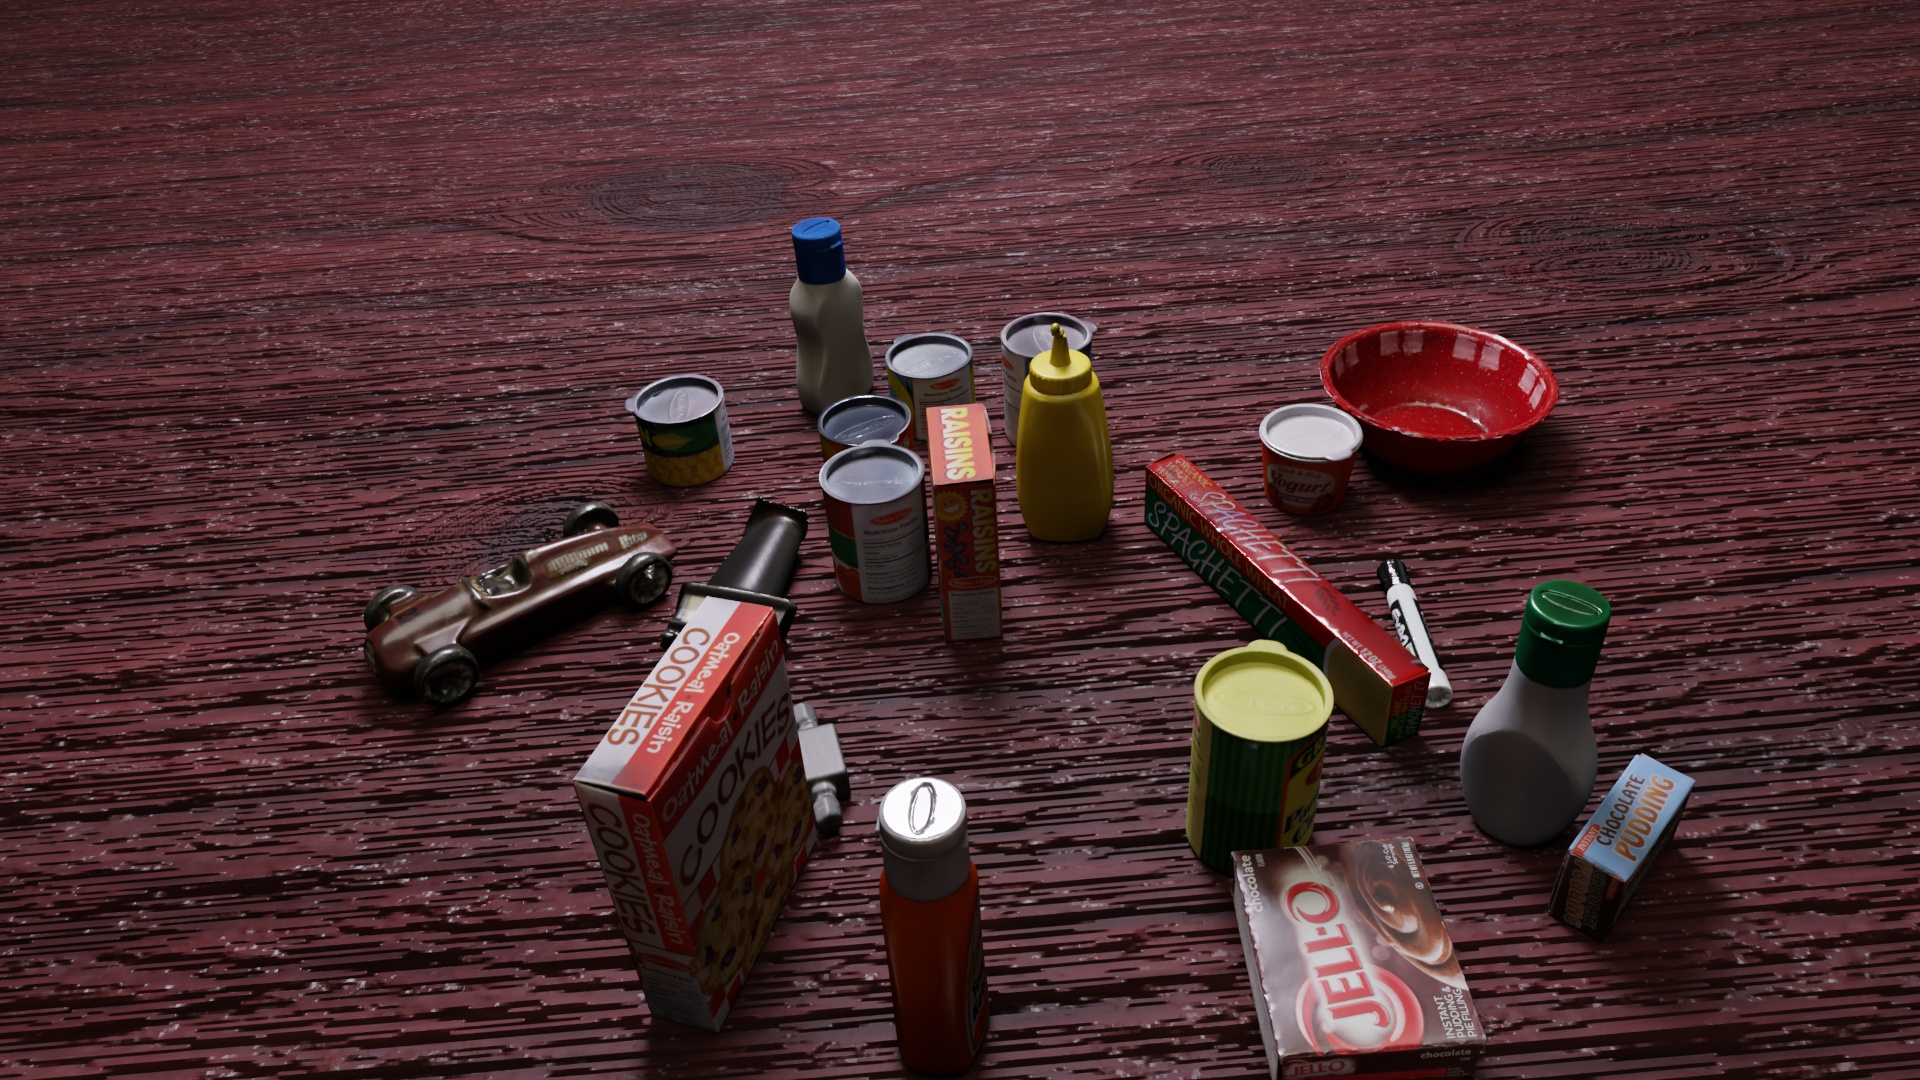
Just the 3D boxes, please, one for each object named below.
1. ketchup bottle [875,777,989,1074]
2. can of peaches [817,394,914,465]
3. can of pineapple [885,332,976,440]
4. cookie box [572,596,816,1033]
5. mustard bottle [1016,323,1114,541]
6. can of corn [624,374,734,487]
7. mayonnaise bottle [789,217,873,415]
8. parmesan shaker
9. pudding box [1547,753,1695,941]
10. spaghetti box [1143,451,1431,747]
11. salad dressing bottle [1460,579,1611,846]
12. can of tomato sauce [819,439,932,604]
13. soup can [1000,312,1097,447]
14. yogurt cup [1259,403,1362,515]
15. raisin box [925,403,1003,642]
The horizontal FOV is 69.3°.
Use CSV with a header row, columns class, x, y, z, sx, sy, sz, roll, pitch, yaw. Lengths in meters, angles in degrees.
class,x,y,z,sx,sy,sz,roll,pitch,yaw
ketchup bottle,-0.012,0.167,0.609,0.043,0.148,0.065,1,38,7
can of peaches,-0.064,-0.061,0.984,0.071,0.057,0.071,-3,38,2
can of pineapple,-0.022,-0.118,1.053,0.071,0.057,0.071,-3,38,2
cookie box,-0.116,0.129,0.654,0.040,0.166,0.123,9,39,16
mustard bottle,0.067,-0.073,0.904,0.065,0.159,0.049,0,38,5
can of corn,-0.205,-0.080,1.021,0.071,0.058,0.071,-3,38,2
mayonnaise bottle,-0.101,-0.170,1.055,0.041,0.147,0.065,24,46,32
parmesan shaker,0.150,0.112,0.704,0.071,0.102,0.072,-3,38,2
pudding box,0.325,0.149,0.682,0.030,0.049,0.084,28,48,35
spaghetti box,0.190,0.028,0.852,0.029,0.050,0.251,-19,40,-19
salad dressing bottle,0.287,0.087,0.687,0.064,0.146,0.044,24,46,32
can of tomato sauce,-0.054,-0.012,0.898,0.071,0.082,0.071,-3,38,2
soup can,0.067,-0.116,1.022,0.071,0.083,0.072,-3,38,2
yogurt cup,0.237,-0.054,0.950,0.072,0.053,0.073,-3,38,2
raisin box,0.003,-0.011,0.859,0.040,0.122,0.086,-5,38,-1
